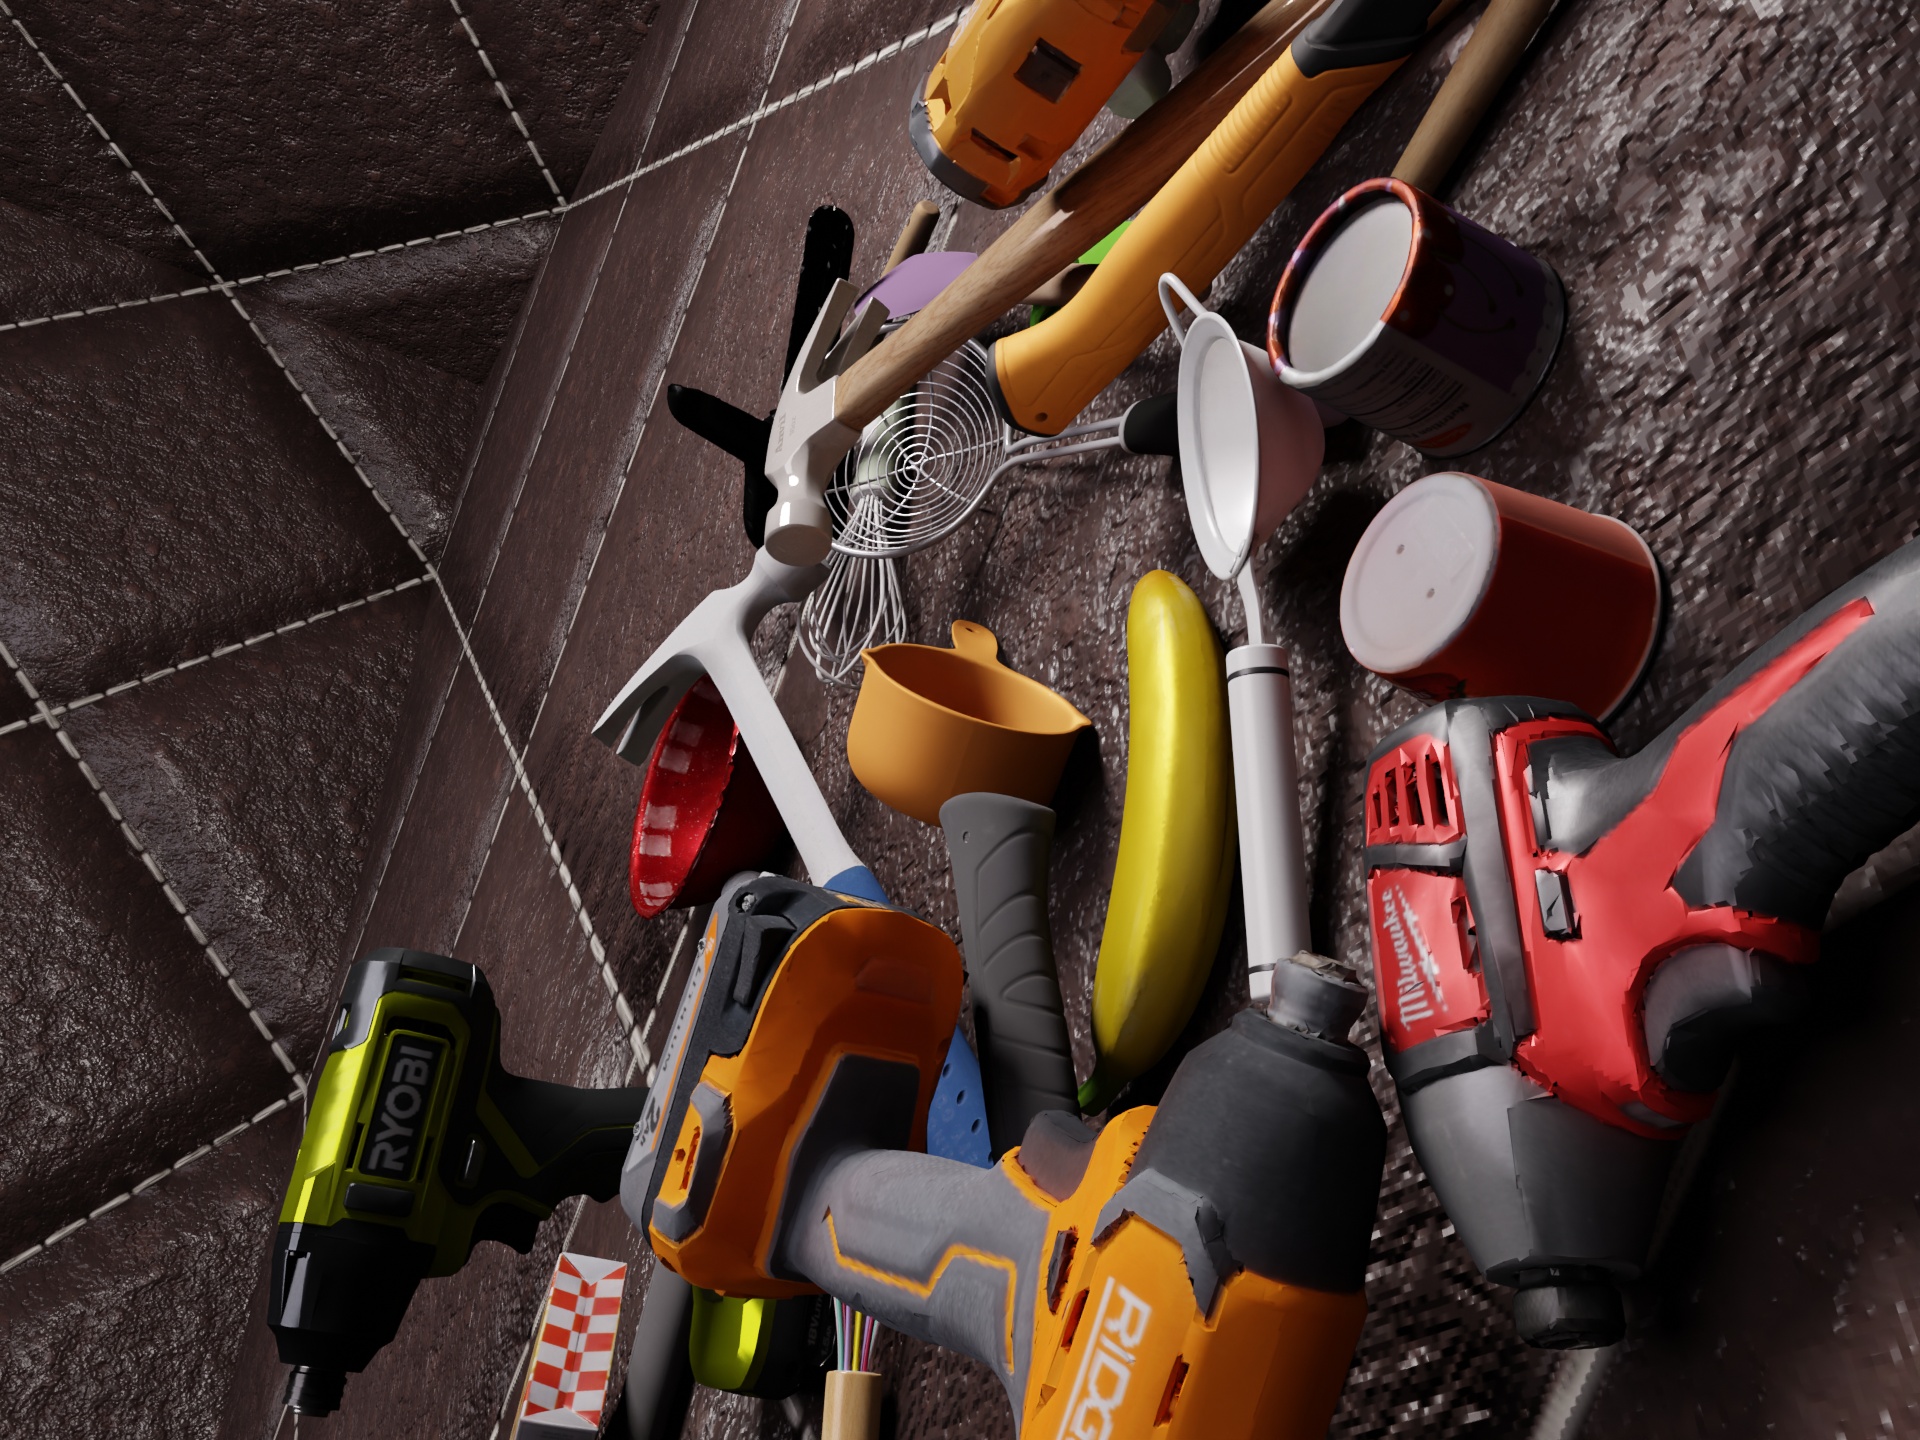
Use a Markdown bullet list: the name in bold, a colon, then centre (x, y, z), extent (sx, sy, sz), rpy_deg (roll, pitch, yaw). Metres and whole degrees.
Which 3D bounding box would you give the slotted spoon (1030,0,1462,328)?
- **slotted spoon**: centre (0.113, -0.228, 0.639), extent (0.314, 0.031, 0.070), rpy_deg (-28, 47, 54)

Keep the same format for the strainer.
- **strainer**: centre (0.094, -0.024, 0.496), extent (0.086, 0.050, 0.259), rpy_deg (104, 166, -73)

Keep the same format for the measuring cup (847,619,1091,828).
- **measuring cup**: centre (-0.001, -0.002, 0.671), extent (0.174, 0.095, 0.052), rpy_deg (-90, 18, -74)

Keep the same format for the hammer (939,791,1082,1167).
- **hammer**: centre (0.025, 0.168, 0.464), extent (0.146, 0.035, 0.335), rpy_deg (-39, 46, 38)

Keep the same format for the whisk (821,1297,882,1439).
- **whisk**: centre (-0.040, 0.228, 0.612), extent (0.047, 0.051, 0.245), rpy_deg (-28, 51, 49)

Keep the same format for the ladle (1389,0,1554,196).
- **ladle**: centre (0.197, -0.285, 0.473), extent (0.320, 0.062, 0.078), rpy_deg (-61, 19, 27)

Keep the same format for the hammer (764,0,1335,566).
- **hammer**: centre (0.026, -0.193, 0.661), extent (0.331, 0.031, 0.130), rpy_deg (-31, 46, 38)

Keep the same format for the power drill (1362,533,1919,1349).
- **power drill**: centre (0.163, 0.030, 0.296), extent (0.219, 0.078, 0.143), rpy_deg (-43, 36, 50)

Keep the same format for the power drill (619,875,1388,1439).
- **power drill**: centre (0.008, 0.115, 0.417), extent (0.227, 0.084, 0.164), rpy_deg (19, 89, 51)

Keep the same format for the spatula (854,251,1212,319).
- **spatula**: centre (0.021, -0.199, 0.731), extent (0.060, 0.018, 0.316), rpy_deg (-42, 28, -10)

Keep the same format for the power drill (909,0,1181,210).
- **power drill**: centre (0.058, -0.325, 0.609), extent (0.185, 0.084, 0.226), rpy_deg (-44, 28, 43)

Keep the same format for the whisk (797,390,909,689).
- **whisk**: centre (-0.050, -0.115, 0.871), extent (0.057, 0.059, 0.247), rpy_deg (-45, 30, 45)

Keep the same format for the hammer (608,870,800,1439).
- **hammer**: centre (-0.130, 0.240, 0.800), extent (0.128, 0.033, 0.331), rpy_deg (-4, 69, 65)

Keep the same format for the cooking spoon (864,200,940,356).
- **cooking spoon**: centre (-0.079, -0.187, 0.975), extent (0.318, 0.017, 0.069), rpy_deg (124, 162, -46)

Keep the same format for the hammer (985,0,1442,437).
- **hammer**: centre (0.113, -0.190, 0.494), extent (0.337, 0.127, 0.034), rpy_deg (-41, 40, 49)

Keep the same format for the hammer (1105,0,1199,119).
- **hammer**: centre (0.151, -0.337, 0.541), extent (0.143, 0.038, 0.386), rpy_deg (-66, 16, -7)

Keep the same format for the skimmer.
- **skimmer**: centre (0.022, -0.131, 0.678), extent (0.363, 0.090, 0.127), rpy_deg (10, 77, 65)

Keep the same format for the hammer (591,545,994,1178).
- **hammer**: centre (-0.057, 0.067, 0.668), extent (0.144, 0.035, 0.406), rpy_deg (-41, 43, 8)

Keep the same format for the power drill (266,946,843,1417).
- **power drill**: centre (-0.159, 0.203, 0.654), extent (0.080, 0.223, 0.171), rpy_deg (-31, 46, 55)
